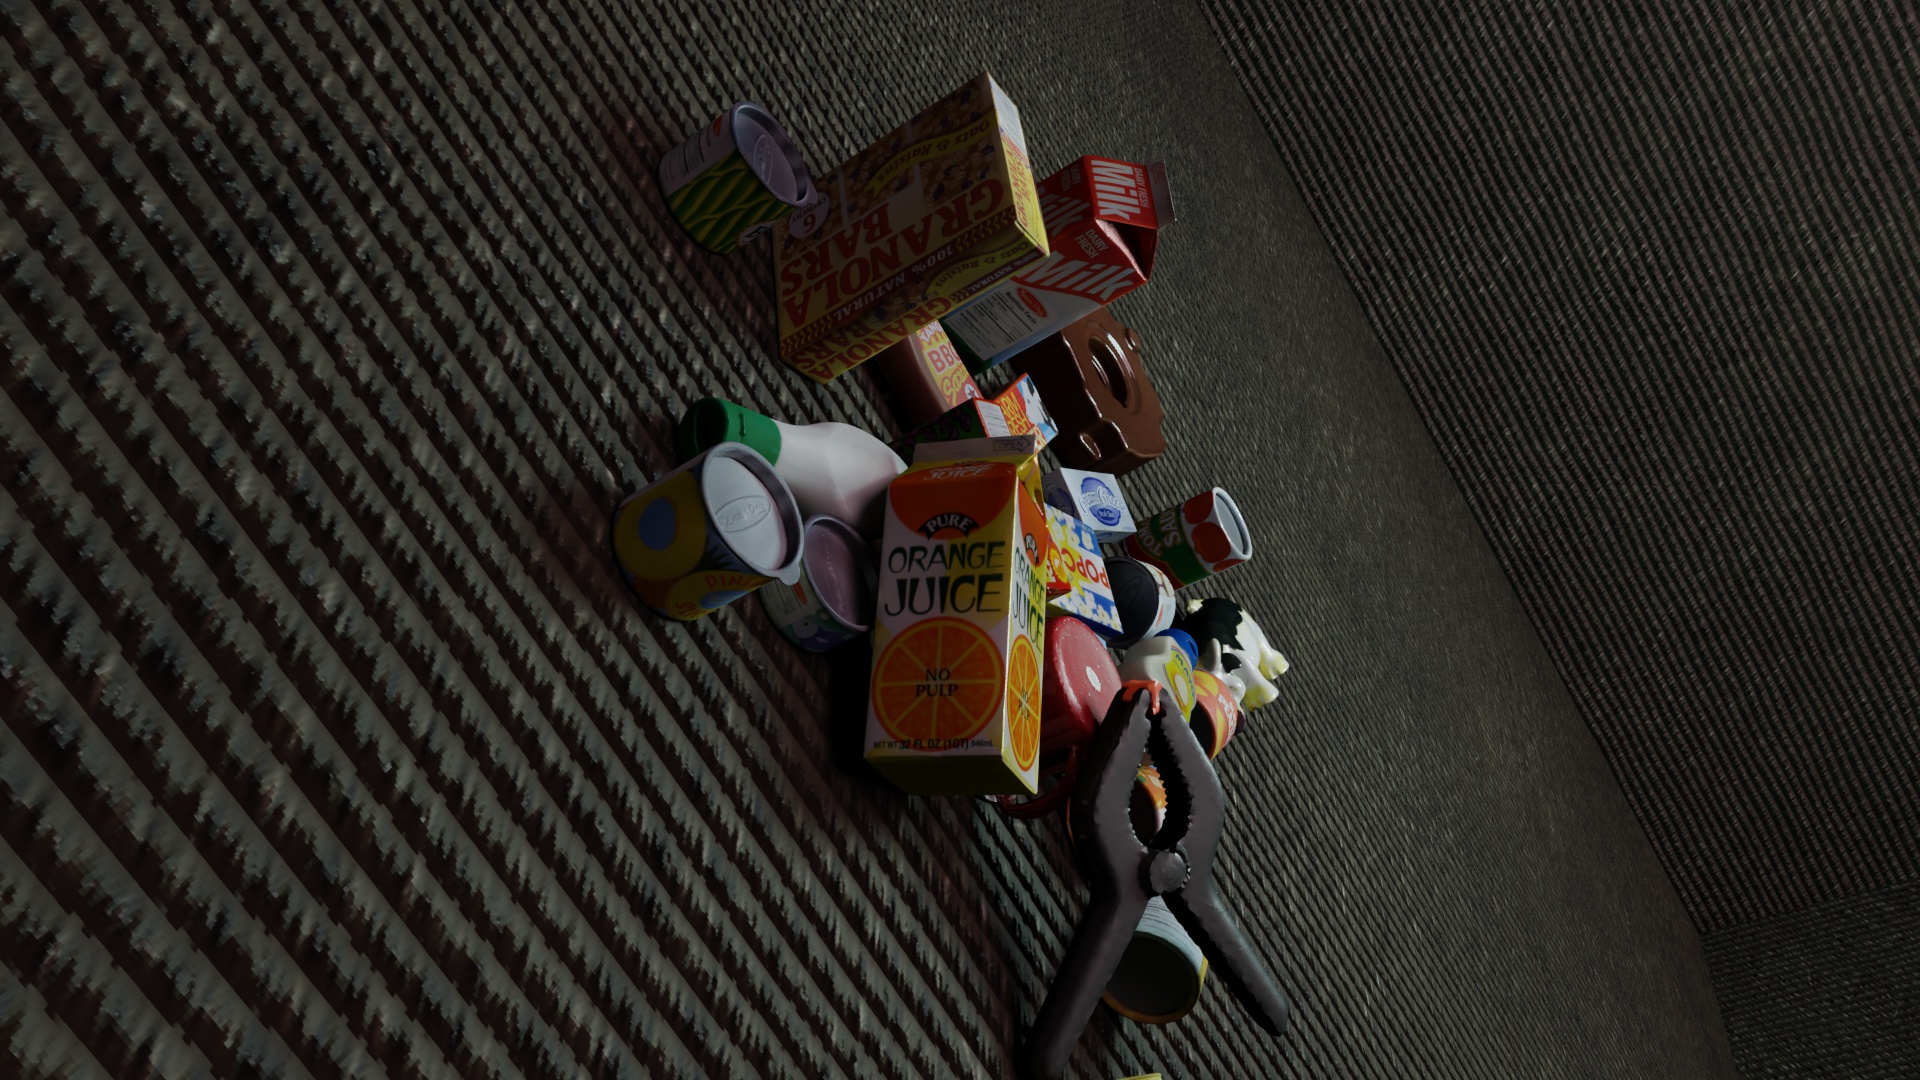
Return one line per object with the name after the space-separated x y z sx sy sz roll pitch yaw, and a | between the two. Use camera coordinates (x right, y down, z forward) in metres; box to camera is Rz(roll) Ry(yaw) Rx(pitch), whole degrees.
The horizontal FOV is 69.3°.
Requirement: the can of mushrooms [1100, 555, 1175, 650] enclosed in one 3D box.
0.117 0.044 0.998 0.033 0.071 0.071 17 52 -56 | can of mushrooms

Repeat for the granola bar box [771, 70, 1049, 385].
-0.034 -0.181 0.813 0.039 0.165 0.125 34 38 -47 | granola bar box

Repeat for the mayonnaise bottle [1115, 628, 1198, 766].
0.129 0.093 0.904 0.064 0.041 0.148 67 19 -5 | mayonnaise bottle

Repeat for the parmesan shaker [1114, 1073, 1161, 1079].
0.076 0.321 0.675 0.071 0.071 0.103 25 47 -52 | parmesan shaker

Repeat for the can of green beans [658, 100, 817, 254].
-0.127 -0.204 0.785 0.071 0.057 0.071 42 33 -36 | can of green beans

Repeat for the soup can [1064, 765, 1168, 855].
0.110 0.169 0.874 0.084 0.071 0.071 7 60 -59 | soup can

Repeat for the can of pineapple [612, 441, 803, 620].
-0.113 -0.002 0.628 0.071 0.057 0.071 42 34 -37 | can of pineapple

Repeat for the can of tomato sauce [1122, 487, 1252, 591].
0.186 0.001 1.140 0.071 0.083 0.071 43 33 -37 | can of tomato sauce

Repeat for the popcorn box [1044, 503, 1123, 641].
0.056 0.020 0.937 0.126 0.038 0.085 24 47 -52 | popcorn box

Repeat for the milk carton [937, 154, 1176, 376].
0.065 -0.201 0.982 0.073 0.190 0.073 40 35 -40 | milk carton

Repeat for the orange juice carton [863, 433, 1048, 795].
0.002 0.031 0.728 0.073 0.072 0.193 55 35 -60 | orange juice carton

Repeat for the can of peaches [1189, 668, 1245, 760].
0.162 0.130 0.994 0.058 0.071 0.071 -17 82 -63 | can of peaches

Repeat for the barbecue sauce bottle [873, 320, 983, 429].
-0.035 -0.131 0.904 0.148 0.043 0.065 60 27 -6 | barbecue sauce bottle

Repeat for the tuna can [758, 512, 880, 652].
-0.070 0.022 0.713 0.071 0.032 0.071 42 34 -37 | tuna can

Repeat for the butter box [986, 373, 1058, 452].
0.038 -0.084 1.014 0.053 0.024 0.104 60 27 -8 | butter box

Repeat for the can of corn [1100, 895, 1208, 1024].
0.112 0.240 0.814 0.071 0.071 0.058 59 27 -9 | can of corn

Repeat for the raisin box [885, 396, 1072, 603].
0.003 -0.010 0.816 0.040 0.086 0.123 4 63 -63 | raisin box

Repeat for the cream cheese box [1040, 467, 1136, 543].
0.098 -0.026 1.072 0.104 0.024 0.053 0 65 -61 | cream cheese box

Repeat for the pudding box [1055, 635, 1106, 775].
0.069 0.100 0.877 0.030 0.049 0.084 39 36 -44 | pudding box

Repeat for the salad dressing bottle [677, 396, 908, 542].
-0.084 -0.039 0.733 0.147 0.044 0.064 20 58 -53 | salad dressing bottle
